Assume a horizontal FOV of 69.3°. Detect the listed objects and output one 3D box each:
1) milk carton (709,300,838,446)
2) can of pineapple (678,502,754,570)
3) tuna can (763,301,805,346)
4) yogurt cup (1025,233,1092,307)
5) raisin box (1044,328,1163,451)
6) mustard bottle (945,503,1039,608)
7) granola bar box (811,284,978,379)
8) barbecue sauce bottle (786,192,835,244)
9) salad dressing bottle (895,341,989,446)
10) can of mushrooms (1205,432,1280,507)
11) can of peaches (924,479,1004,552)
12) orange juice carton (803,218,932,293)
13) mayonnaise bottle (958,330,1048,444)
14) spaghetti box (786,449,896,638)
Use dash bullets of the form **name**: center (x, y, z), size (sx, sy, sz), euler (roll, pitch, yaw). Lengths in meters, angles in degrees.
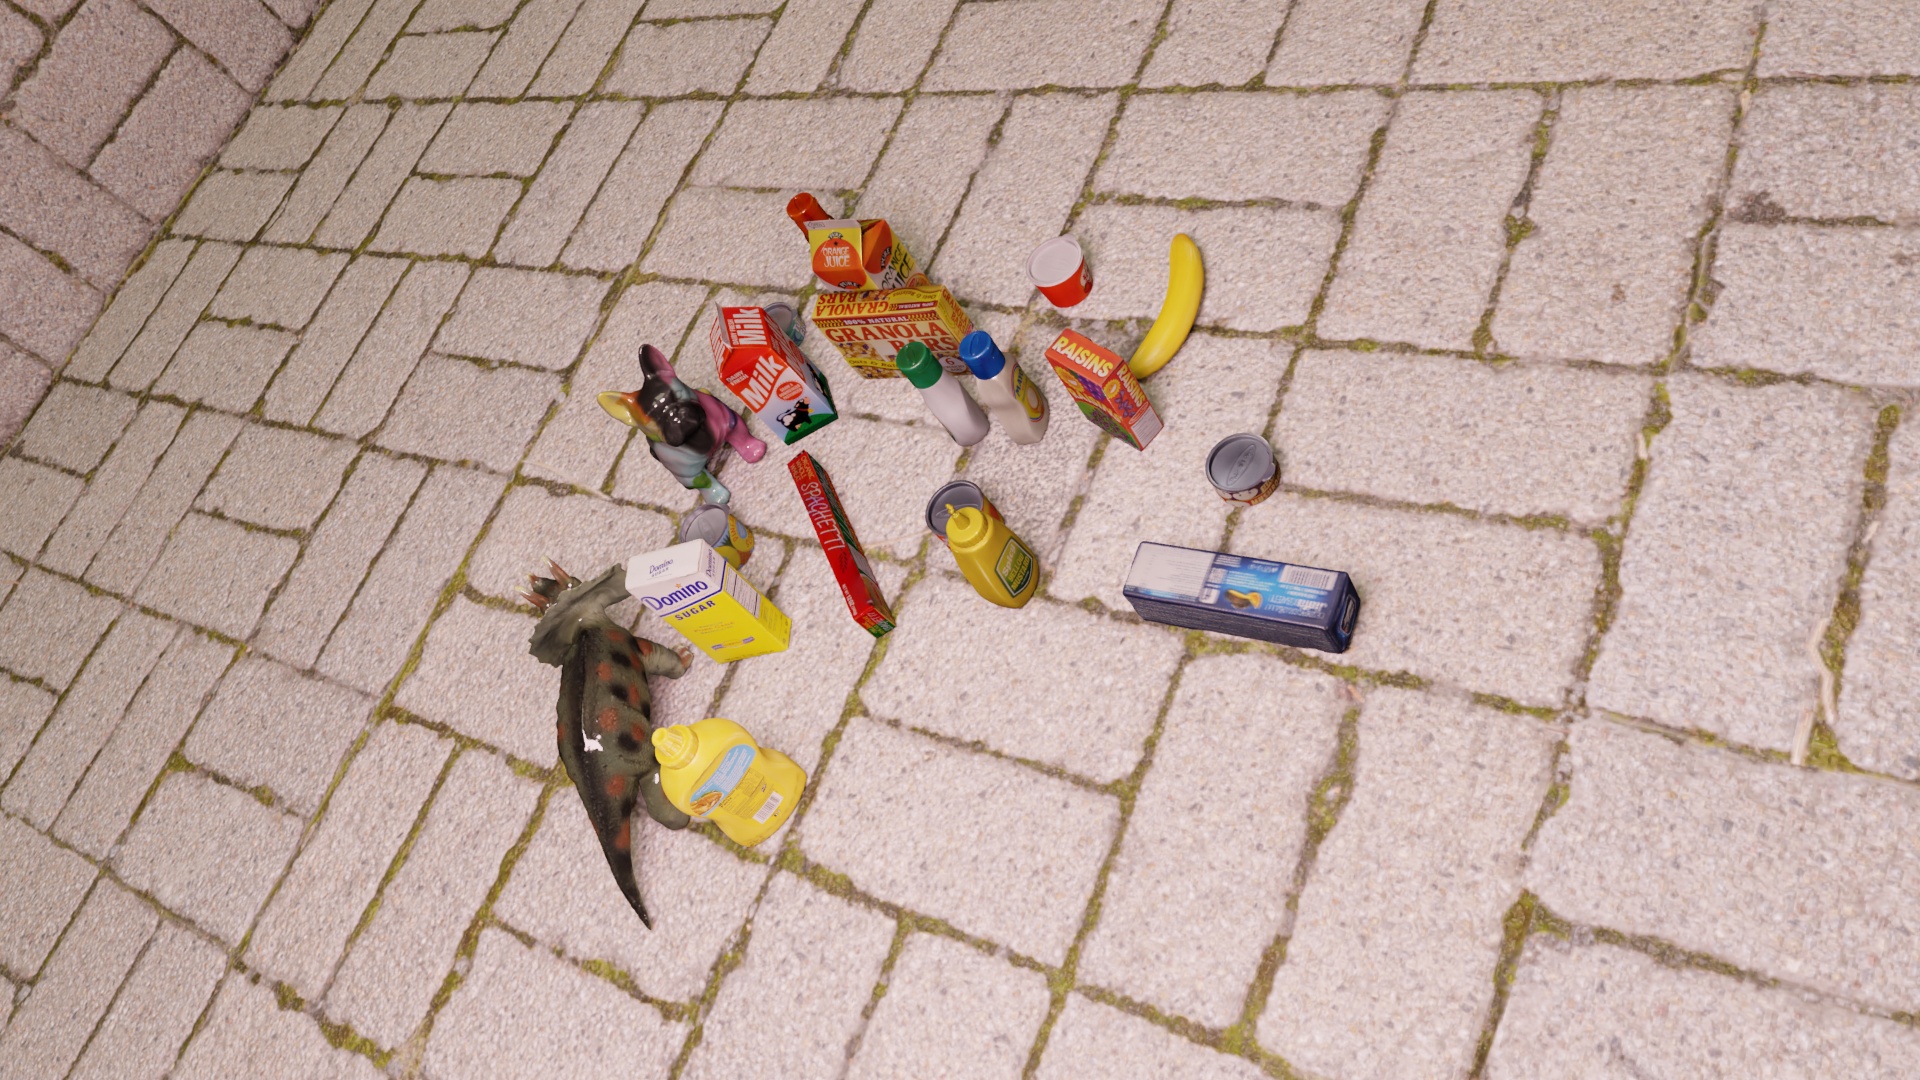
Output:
- **milk carton**: center (-0.223, -0.196, 1.589), size (0.073, 0.190, 0.072), euler (-28, 52, 12)
- **can of pineapple**: center (-0.276, -0.002, 1.583), size (0.071, 0.057, 0.071), euler (-14, 56, 22)
- **tuna can**: center (-0.226, -0.263, 1.734), size (0.071, 0.032, 0.071), euler (-14, 56, 21)
- **yogurt cup**: center (0.113, -0.297, 1.552), size (0.072, 0.053, 0.073), euler (-14, 56, 22)
- **raisin box**: center (0.146, -0.152, 1.399), size (0.040, 0.123, 0.086), euler (-48, 50, -5)
- **mustard bottle**: center (0.024, 0.009, 1.343), size (0.049, 0.160, 0.065), euler (13, 69, 34)
- **granola bar box**: center (-0.067, -0.232, 1.567), size (0.165, 0.124, 0.039), euler (1, 63, 30)
- **barbecue sauce bottle**: center (-0.156, -0.360, 1.680), size (0.043, 0.148, 0.065), euler (-35, 51, 7)
- **salad dressing bottle**: center (-0.019, -0.156, 1.478), size (0.044, 0.147, 0.064), euler (-28, 52, 12)
- **can of mushrooms**: center (0.273, -0.067, 1.333), size (0.071, 0.033, 0.071), euler (-14, 56, 21)
- **can of peaches**: center (0.005, -0.018, 1.437), size (0.071, 0.058, 0.071), euler (-14, 56, 22)
- **orange juice carton**: center (-0.102, -0.304, 1.587), size (0.072, 0.192, 0.073), euler (5, 64, 32)
- **mayonnaise bottle**: center (0.046, -0.161, 1.444), size (0.041, 0.147, 0.065), euler (-5, 59, 27)
- **spaghetti box**: center (-0.131, 0.000, 1.507), size (0.028, 0.050, 0.251), euler (-34, 51, 7)
